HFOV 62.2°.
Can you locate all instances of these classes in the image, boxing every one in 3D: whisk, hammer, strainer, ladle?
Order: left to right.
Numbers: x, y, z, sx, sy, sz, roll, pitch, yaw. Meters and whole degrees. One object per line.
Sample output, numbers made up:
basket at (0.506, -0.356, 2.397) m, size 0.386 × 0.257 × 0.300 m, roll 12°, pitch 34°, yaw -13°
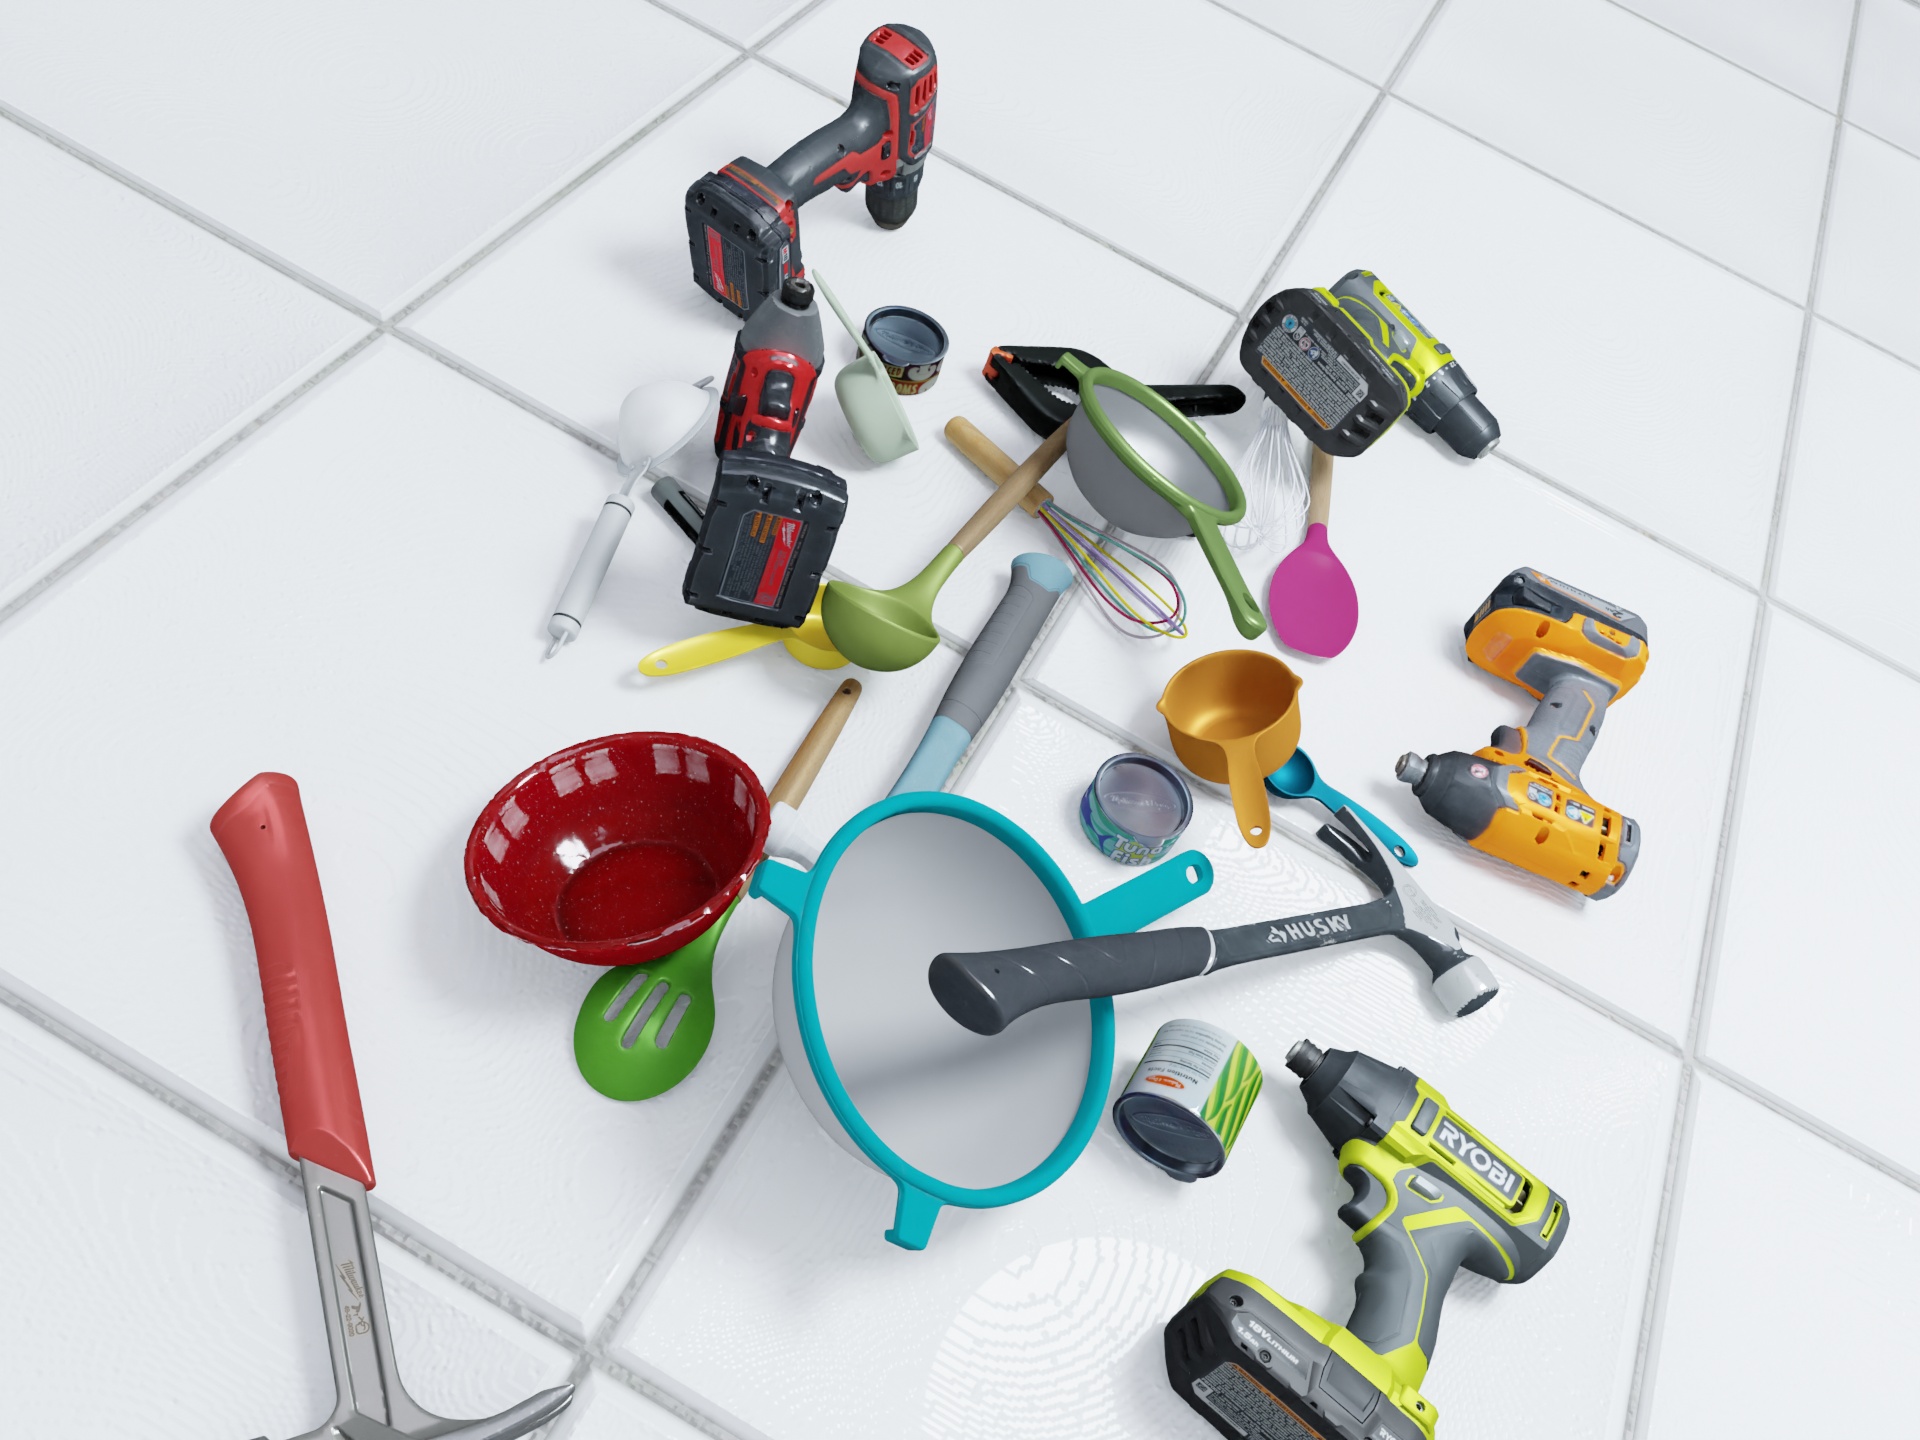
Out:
hammer at (-0.299, 0.179, 0.767) m, size 0.149 × 0.036 × 0.359 m, roll -9°, pitch 58°, yaw -25°
strainer at (-0.218, -0.145, 1.028) m, size 0.050 × 0.087 × 0.259 m, roll 43°, pitch 50°, yaw -38°
hammer at (-0.002, -0.003, 1.002) m, size 0.128 × 0.033 × 0.331 m, roll 35°, pitch 47°, yaw -5°
ladle at (0.011, -0.134, 1.062) m, size 0.078 × 0.062 × 0.320 m, roll 30°, pitch 49°, yaw 11°
strainer at (0.017, 0.137, 0.877) m, size 0.340 × 0.095 × 0.211 m, roll -18°, pitch 83°, yaw -48°
whisk at (0.073, -0.140, 1.136) m, size 0.047 × 0.051 × 0.245 m, roll -33°, pitch 67°, yaw -29°
strainer at (0.140, -0.136, 1.096) m, size 0.151 × 0.069 × 0.257 m, roll 18°, pitch 39°, yaw -38°
hammer at (0.146, 0.123, 0.895) m, size 0.408 × 0.036 × 0.149 m, roll -1°, pitch 49°, yaw -41°
whisk at (0.248, -0.227, 1.255) m, size 0.070 × 0.070 × 0.285 m, roll 20°, pitch 45°, yaw -3°

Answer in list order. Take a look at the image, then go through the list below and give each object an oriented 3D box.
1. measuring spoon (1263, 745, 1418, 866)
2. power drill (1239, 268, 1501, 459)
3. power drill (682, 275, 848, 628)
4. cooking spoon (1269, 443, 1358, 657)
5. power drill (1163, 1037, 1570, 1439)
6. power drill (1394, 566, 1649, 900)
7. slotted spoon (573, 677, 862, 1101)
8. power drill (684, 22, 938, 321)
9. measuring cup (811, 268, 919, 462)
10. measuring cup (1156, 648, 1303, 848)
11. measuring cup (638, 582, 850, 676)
measuring spoon at (0.250, 0.062, 1.064) m, size 0.128 × 0.021 × 0.042 m, roll 36°, pitch 52°, yaw -2°
power drill at (0.337, -0.278, 1.282) m, size 0.191 × 0.080 × 0.228 m, roll 51°, pitch 36°, yaw 12°
power drill at (-0.121, -0.176, 1.013) m, size 0.078 × 0.143 × 0.220 m, roll 12°, pitch 43°, yaw -16°
cooking spoon at (0.280, -0.166, 1.242) m, size 0.068 × 0.017 × 0.319 m, roll 15°, pitch 51°, yaw -1°
power drill at (0.209, 0.283, 0.841) m, size 0.171 × 0.080 × 0.223 m, roll 39°, pitch 48°, yaw 11°
power drill at (0.396, 0.001, 1.117) m, size 0.164 × 0.084 × 0.227 m, roll 23°, pitch 54°, yaw 0°
slotted spoon at (-0.124, 0.080, 0.910) m, size 0.070 × 0.031 × 0.314 m, roll 24°, pitch 48°, yaw 4°
power drill at (-0.101, -0.398, 1.211) m, size 0.080 × 0.187 × 0.227 m, roll 37°, pitch 70°, yaw 11°
measuring cup at (-0.078, -0.242, 1.095) m, size 0.038 × 0.167 × 0.083 m, roll -26°, pitch 52°, yaw 8°
measuring cup at (0.180, 0.030, 1.012) m, size 0.095 × 0.052 × 0.174 m, roll -11°, pitch 43°, yaw 9°
measuring cup at (-0.130, -0.046, 1.004) m, size 0.156 × 0.029 × 0.062 m, roll -17°, pitch 61°, yaw -26°
